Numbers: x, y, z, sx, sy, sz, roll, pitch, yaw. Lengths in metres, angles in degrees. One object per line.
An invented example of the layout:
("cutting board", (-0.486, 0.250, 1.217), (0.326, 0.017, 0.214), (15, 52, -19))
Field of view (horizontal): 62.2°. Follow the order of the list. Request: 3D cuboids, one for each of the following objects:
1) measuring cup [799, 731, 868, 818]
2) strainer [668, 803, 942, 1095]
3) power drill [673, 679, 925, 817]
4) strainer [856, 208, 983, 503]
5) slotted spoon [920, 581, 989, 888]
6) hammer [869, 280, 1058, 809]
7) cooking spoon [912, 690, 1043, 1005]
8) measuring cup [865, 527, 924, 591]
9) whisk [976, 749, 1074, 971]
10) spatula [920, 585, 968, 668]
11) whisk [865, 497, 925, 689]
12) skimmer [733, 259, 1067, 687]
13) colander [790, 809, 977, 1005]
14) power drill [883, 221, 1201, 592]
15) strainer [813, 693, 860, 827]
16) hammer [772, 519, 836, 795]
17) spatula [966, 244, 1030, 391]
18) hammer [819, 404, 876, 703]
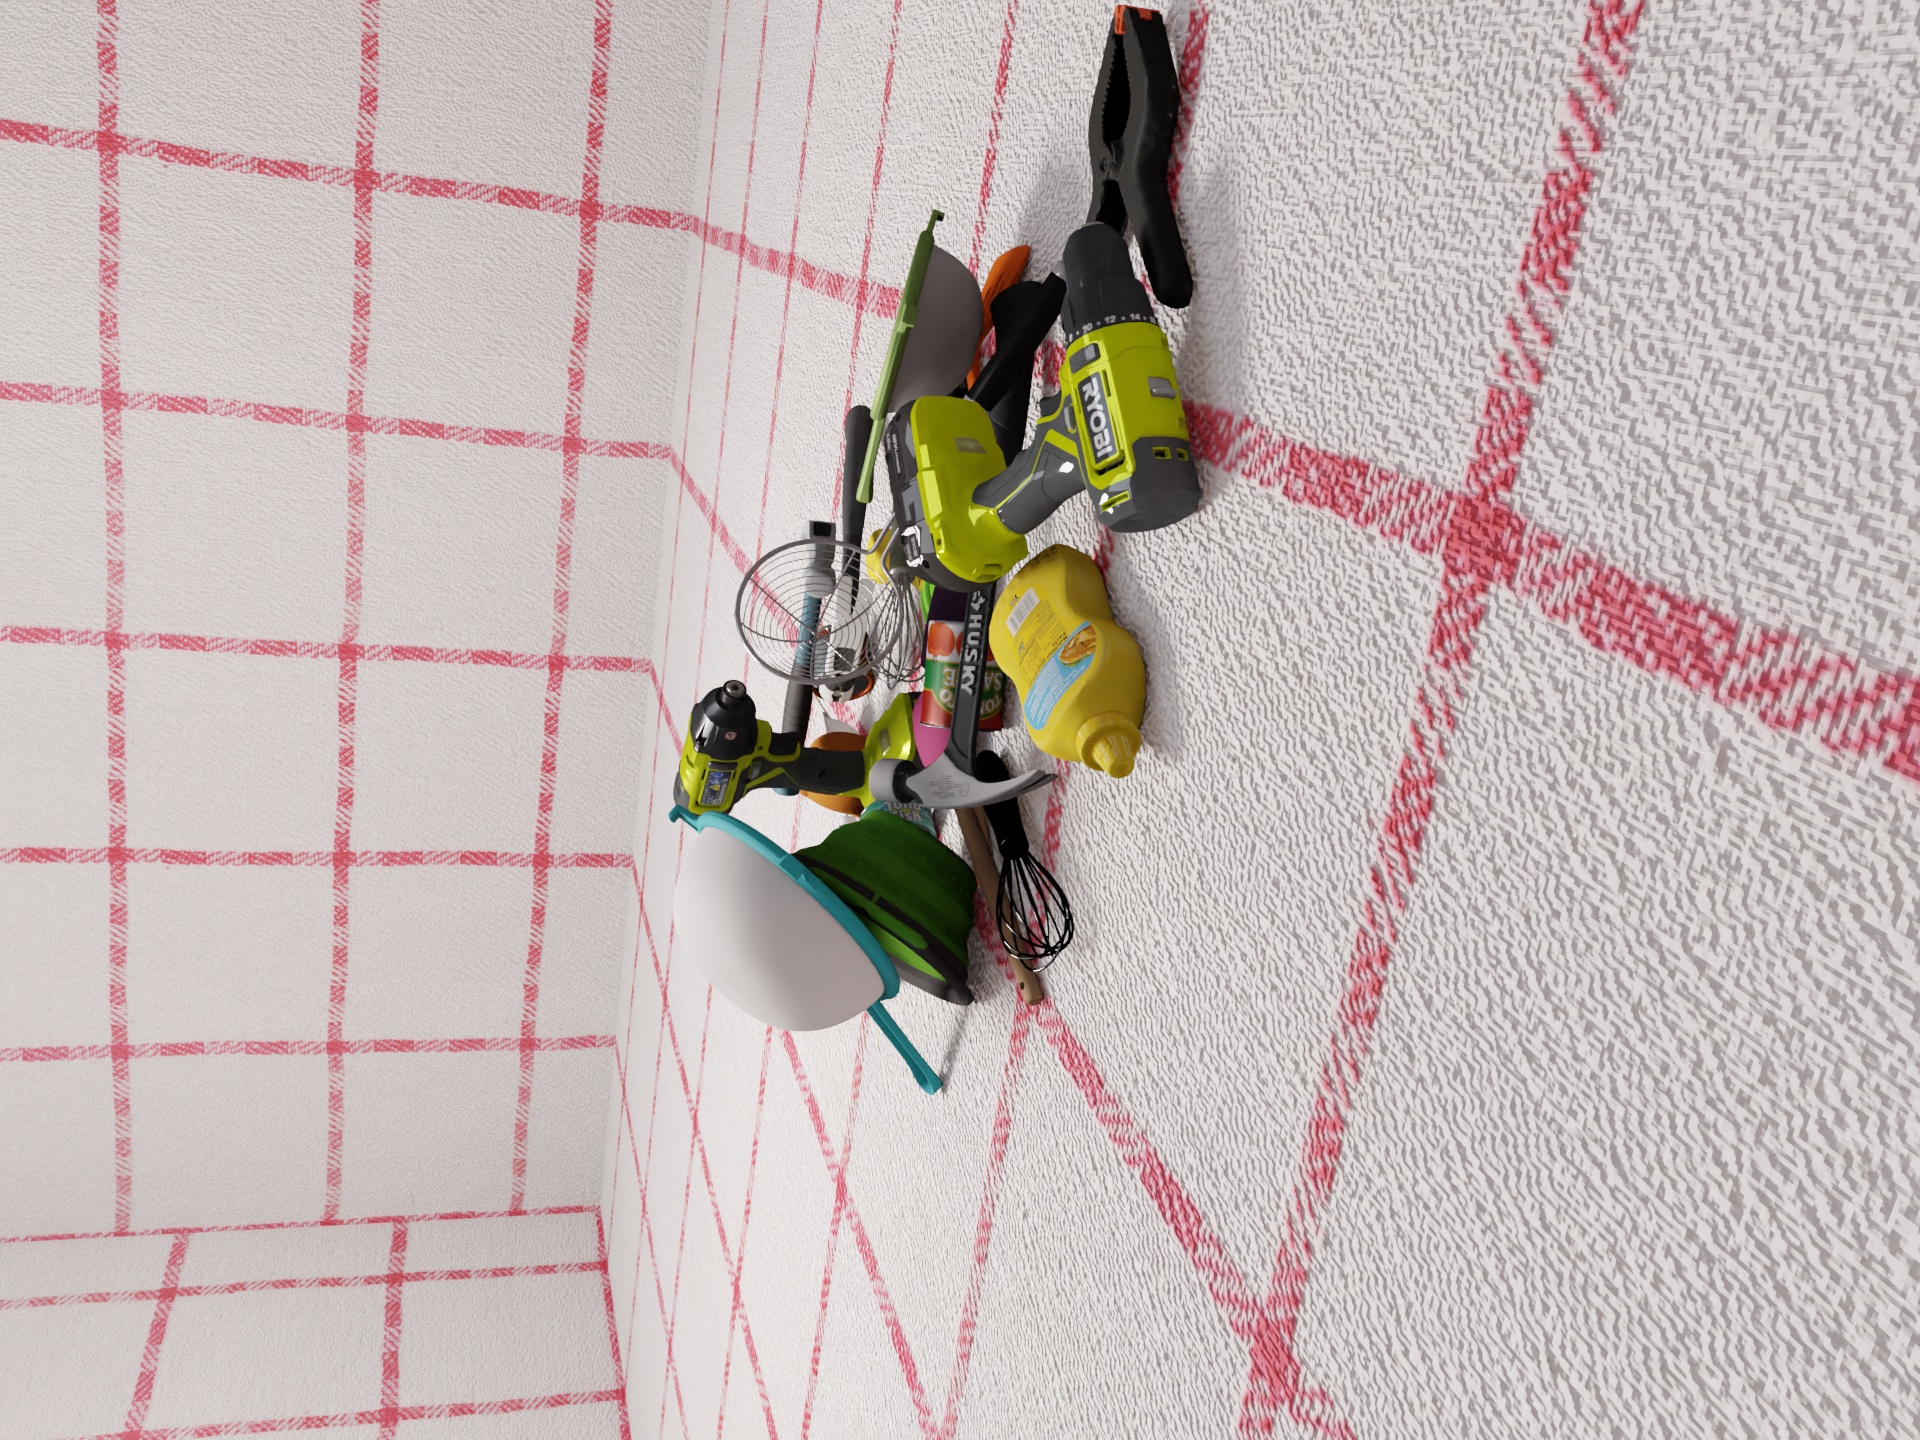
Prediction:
("measuring cup", (-0.088, 0.068, 1.531), (0.174, 0.095, 0.052), (41, 123, 44))
("strainer", (-0.125, 0.221, 1.282), (0.211, 0.095, 0.340), (15, 145, 51))
("power drill", (-0.133, 0.027, 1.419), (0.171, 0.223, 0.080), (116, 151, -49))
("strainer", (-0.032, -0.268, 1.287), (0.256, 0.069, 0.152), (109, 173, -47))
("slotted spoon", (-0.002, -0.004, 1.345), (0.070, 0.031, 0.314), (112, 153, -58))
("hammer", (0.025, -0.134, 1.203), (0.149, 0.036, 0.409), (4, 83, 33))
("cooking spoon", (0.010, 0.091, 1.262), (0.068, 0.017, 0.319), (-57, 39, 35))
("measuring cup", (-0.063, -0.149, 1.537), (0.157, 0.029, 0.062), (-132, 48, -67))
("whisk", (0.039, 0.096, 1.183), (0.239, 0.055, 0.055), (-106, 26, -54))
("spatula", (0.020, -0.191, 1.281), (0.018, 0.059, 0.316), (27, 108, 52))
("whisk", (-0.053, -0.126, 1.451), (0.059, 0.057, 0.247), (119, 159, -47))
("skimmer", (-0.032, -0.185, 1.174), (0.363, 0.127, 0.090), (-54, -15, 15))
("colander", (-0.058, 0.163, 1.379), (0.094, 0.204, 0.397), (-56, -7, -16))
("power drill", (0.049, -0.193, 1.034), (0.228, 0.080, 0.191), (-22, 75, 49))
("strainer", (-0.116, 0.097, 1.648), (0.087, 0.050, 0.258), (86, 178, -82))
("hammer", (-0.151, -0.049, 1.524), (0.128, 0.033, 0.330), (-93, 12, -48))
("spatula", (0.023, -0.226, 1.311), (0.081, 0.041, 0.322), (-158, 68, -69))
("hammer", (-0.105, -0.189, 1.561), (0.146, 0.035, 0.335), (107, 167, -51))
